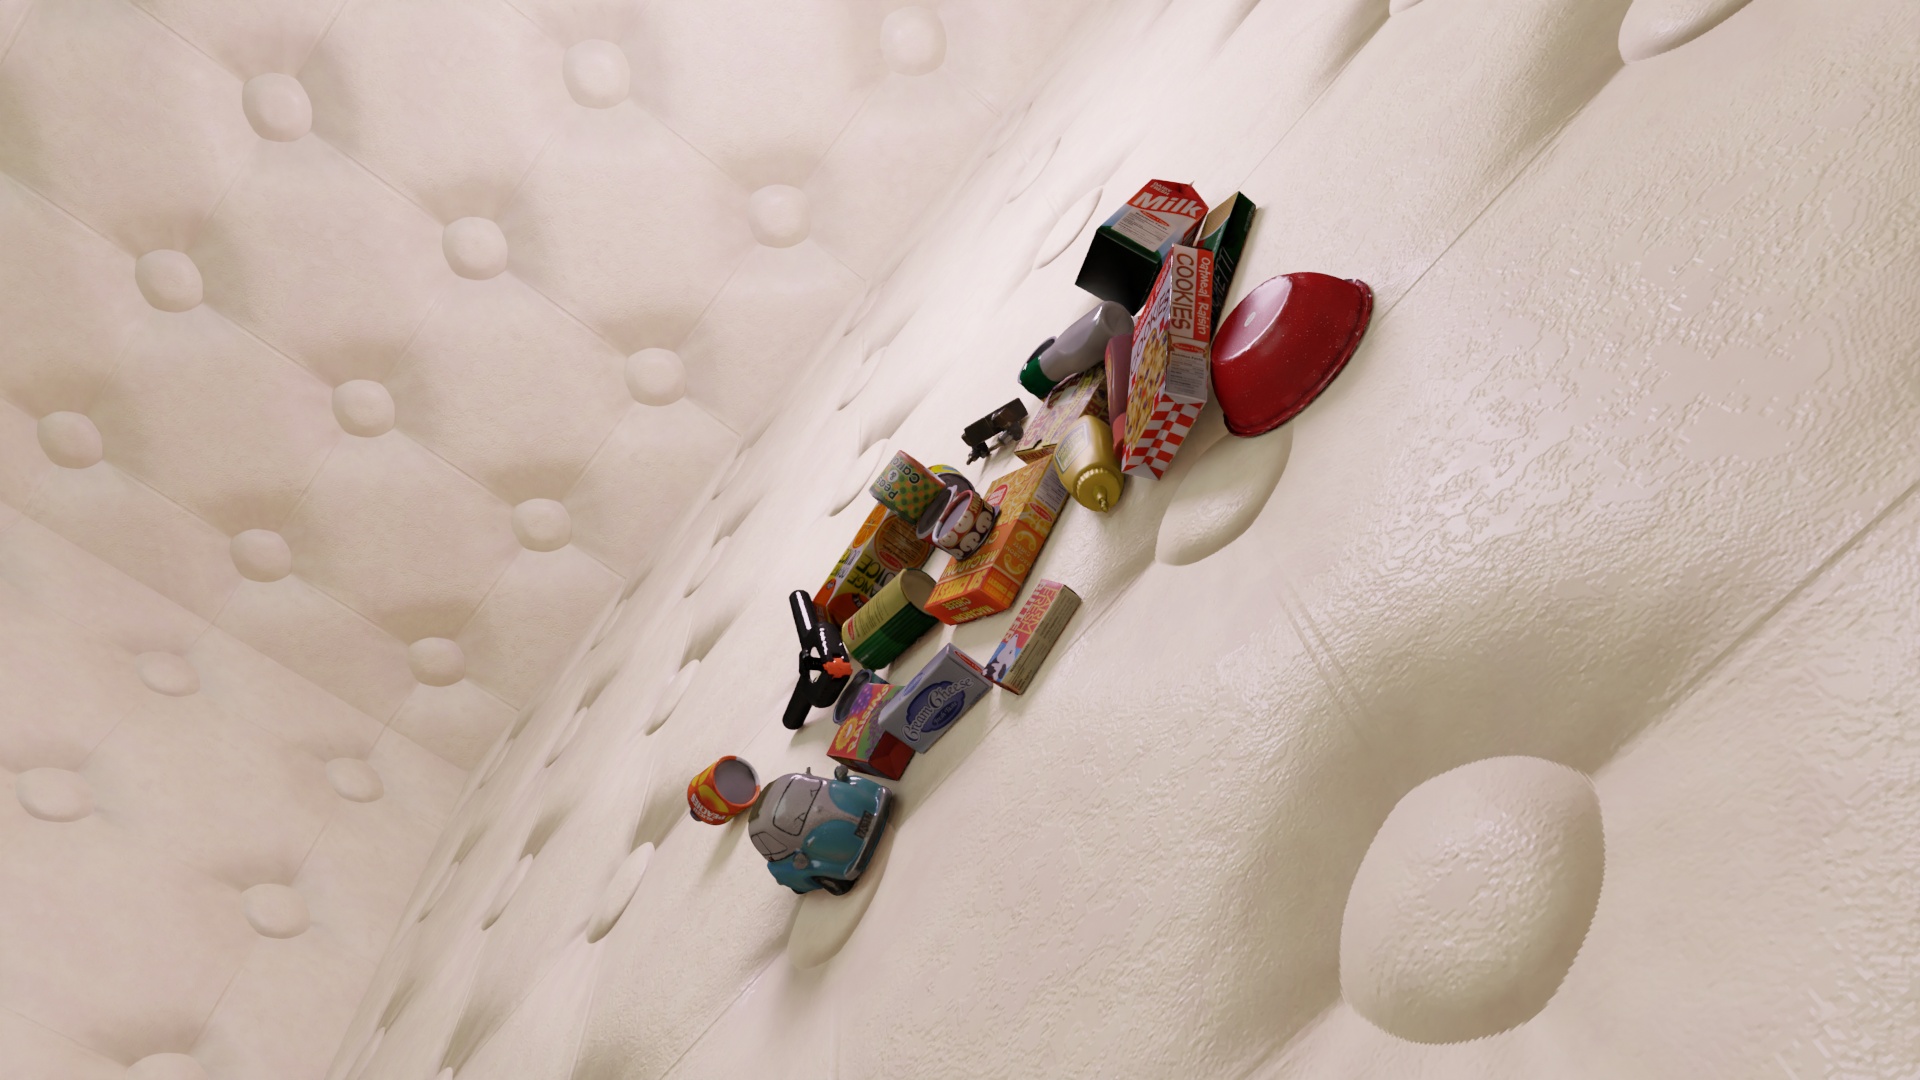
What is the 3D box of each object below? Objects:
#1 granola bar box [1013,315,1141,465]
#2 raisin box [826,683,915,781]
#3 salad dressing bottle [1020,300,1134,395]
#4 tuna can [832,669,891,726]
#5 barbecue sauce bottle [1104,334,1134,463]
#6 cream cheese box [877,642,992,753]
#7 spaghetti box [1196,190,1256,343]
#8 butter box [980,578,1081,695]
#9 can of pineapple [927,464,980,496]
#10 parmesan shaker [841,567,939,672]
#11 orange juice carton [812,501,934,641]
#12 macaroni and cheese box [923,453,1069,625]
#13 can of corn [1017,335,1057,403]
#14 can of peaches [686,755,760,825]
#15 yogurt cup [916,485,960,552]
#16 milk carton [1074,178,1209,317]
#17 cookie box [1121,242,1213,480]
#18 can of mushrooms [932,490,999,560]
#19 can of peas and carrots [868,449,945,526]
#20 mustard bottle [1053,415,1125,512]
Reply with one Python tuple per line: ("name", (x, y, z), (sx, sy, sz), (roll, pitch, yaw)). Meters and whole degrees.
("granola bar box", (0.133, -0.152, 1.449), (0.166, 0.039, 0.124), (-58, 18, -14))
("raisin box", (-0.078, 0.185, 1.354), (0.086, 0.040, 0.123), (-60, 18, -17))
("salad dressing bottle", (0.117, -0.195, 1.432), (0.147, 0.044, 0.064), (-30, 31, 52))
("tuna can", (-0.101, 0.169, 1.452), (0.071, 0.033, 0.071), (-46, 19, 21))
("barbecue sauce bottle", (0.161, -0.130, 1.310), (0.044, 0.064, 0.149), (-6, 41, 9))
("cream cheese box", (-0.023, 0.145, 1.266), (0.103, 0.053, 0.024), (-46, 17, 23))
("spaghetti box", (0.243, -0.252, 1.375), (0.050, 0.028, 0.251), (-33, 26, 50))
("butter box", (0.062, 0.084, 1.213), (0.103, 0.024, 0.053), (-57, 18, -9))
("can of pineapple", (-0.017, -0.051, 1.604), (0.071, 0.071, 0.058), (-53, 17, 4))
("parmesan shaker", (-0.069, 0.086, 1.478), (0.102, 0.071, 0.072), (-41, 21, 32))
("orange juice carton", (-0.109, 0.049, 1.633), (0.193, 0.073, 0.072), (-57, 18, -9))
("macaroni and cheese box", (0.041, 0.002, 1.394), (0.123, 0.040, 0.167), (-23, 35, 59))
("can of corn", (0.106, -0.183, 1.543), (0.071, 0.058, 0.071), (-47, 19, 21))
("can of peaches", (-0.276, 0.291, 1.612), (0.057, 0.071, 0.071), (-38, 23, 39))
("yogurt cup", (-0.008, -0.017, 1.531), (0.072, 0.054, 0.073), (-47, 19, 21))
("milk carton", (0.200, -0.317, 1.460), (0.191, 0.073, 0.072), (-48, -15, -44))
("cookie box", (0.181, -0.156, 1.211), (0.122, 0.040, 0.168), (110, 170, -58))
("can of mushrooms", (0.005, -0.017, 1.395), (0.071, 0.033, 0.071), (-47, 18, 20))
("can of peas and carrots", (-0.060, -0.059, 1.533), (0.058, 0.071, 0.071), (-52, 17, 4))
("mustard bottle", (0.124, -0.065, 1.293), (0.065, 0.049, 0.161), (-50, 18, 17))
